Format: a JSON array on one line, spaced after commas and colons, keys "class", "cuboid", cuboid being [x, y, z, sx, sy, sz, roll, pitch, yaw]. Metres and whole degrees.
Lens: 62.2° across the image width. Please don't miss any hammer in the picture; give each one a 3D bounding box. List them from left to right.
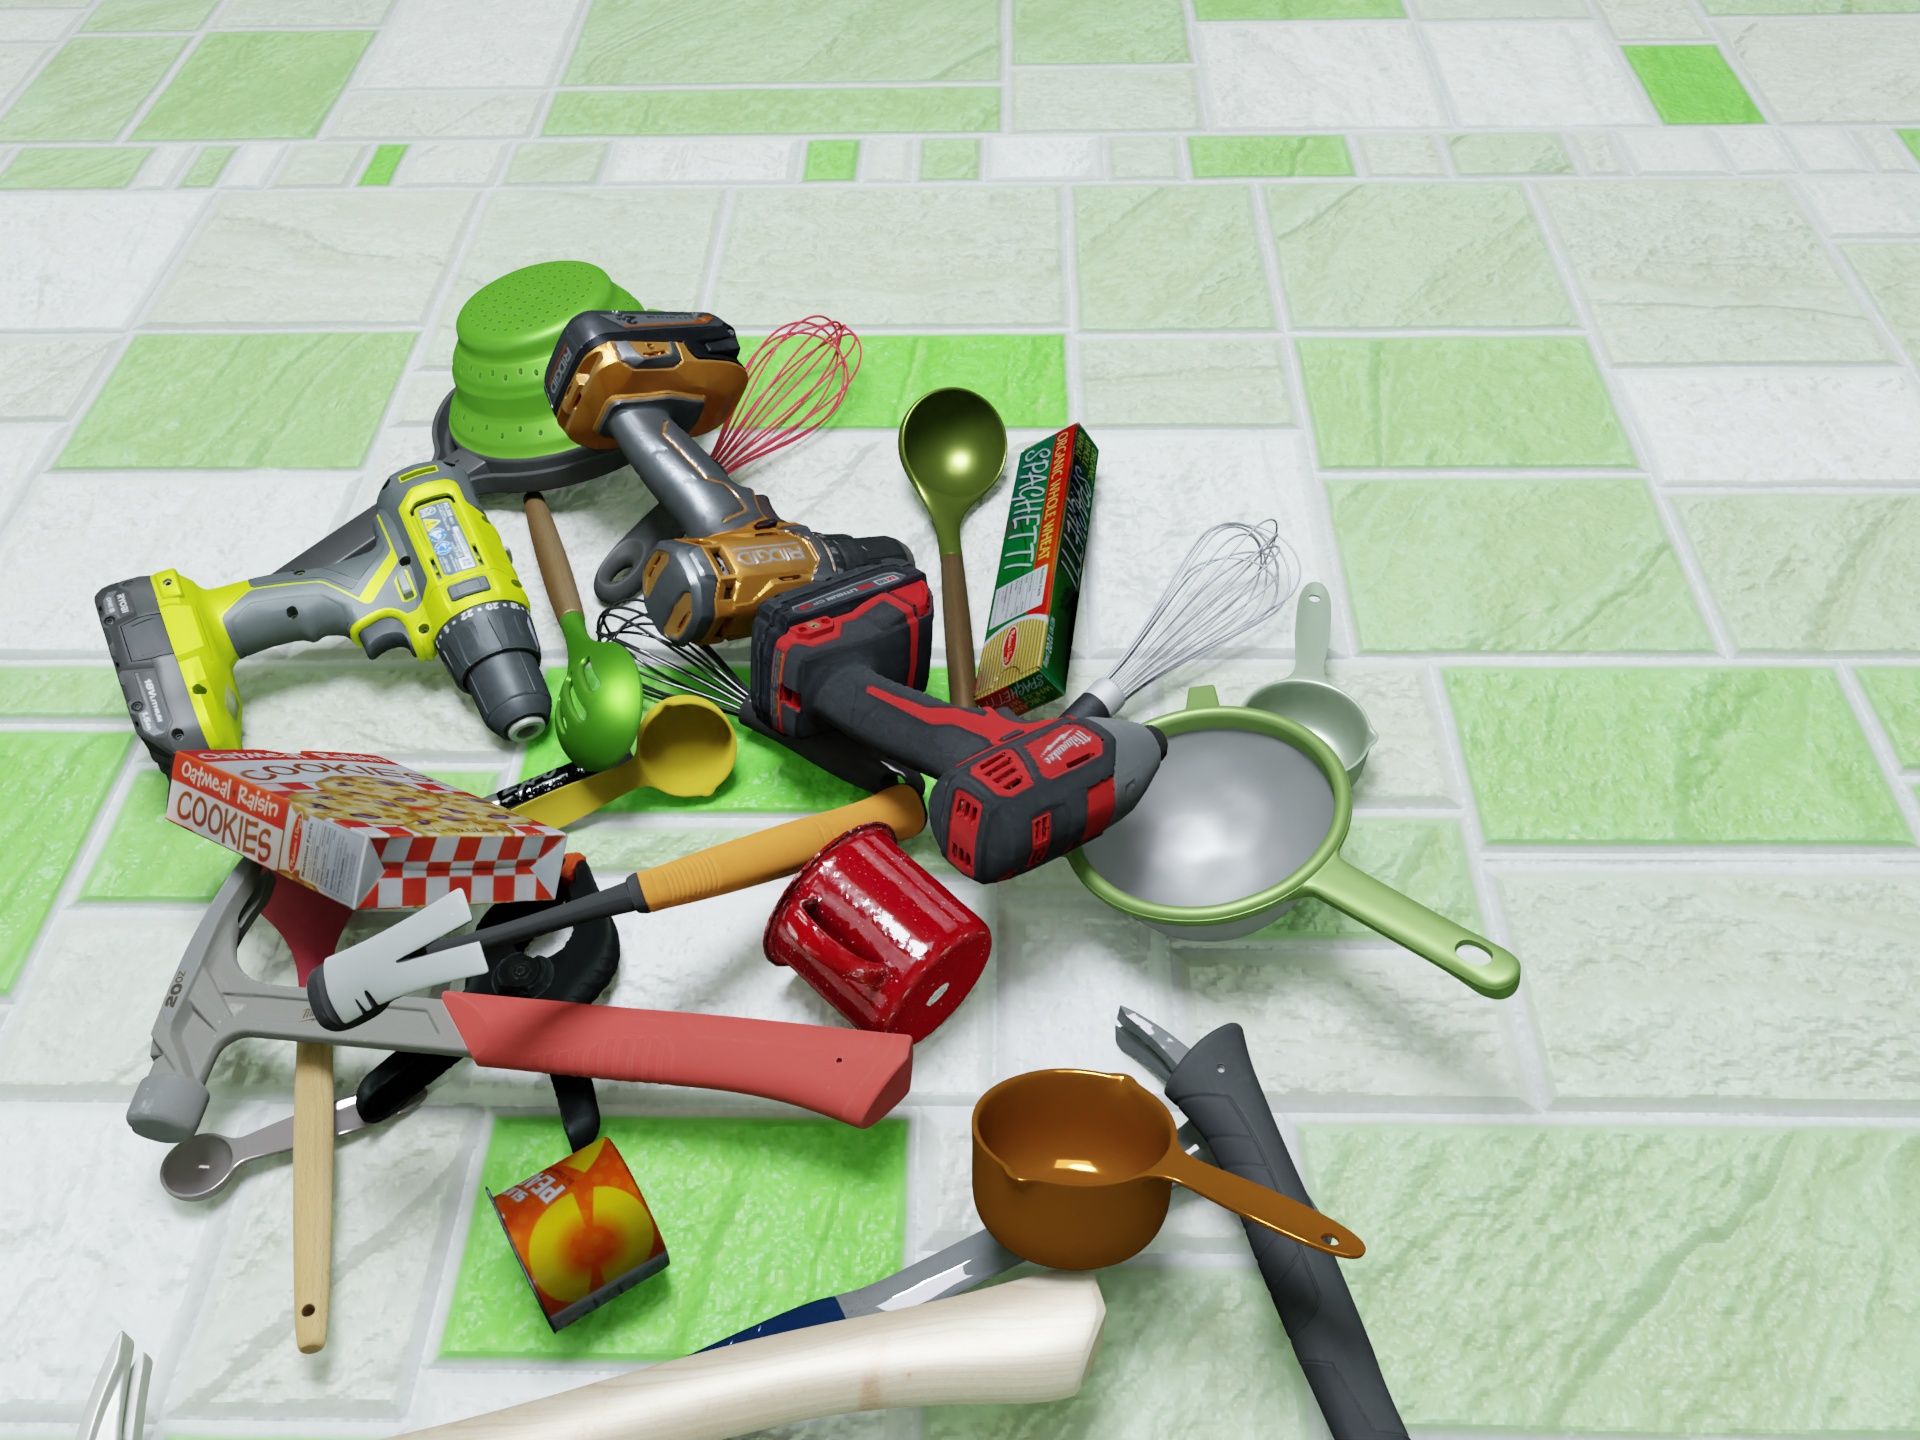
[{"class": "hammer", "cuboid": [-0.201, 0.143, 0.764, 0.359, 0.036, 0.149, 4, 51, 4]}, {"class": "hammer", "cuboid": [-0.144, 0.276, 0.644, 0.410, 0.038, 0.146, -11, 48, -9]}, {"class": "hammer", "cuboid": [-0.131, 0.075, 0.765, 0.337, 0.127, 0.034, -14, 82, -49]}, {"class": "hammer", "cuboid": [-0.043, 0.257, 0.705, 0.405, 0.035, 0.144, -21, 51, -16]}, {"class": "hammer", "cuboid": [0.167, 0.278, 0.649, 0.146, 0.035, 0.335, -14, 58, -10]}]

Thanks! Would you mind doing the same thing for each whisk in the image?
[{"class": "whisk", "cuboid": [-0.159, -0.185, 1.098, 0.073, 0.073, 0.296, 22, 58, 20]}, {"class": "whisk", "cuboid": [-0.122, -0.010, 0.944, 0.239, 0.055, 0.055, 26, 54, 18]}, {"class": "whisk", "cuboid": [0.105, -0.033, 0.953, 0.070, 0.070, 0.284, 34, 62, 28]}]

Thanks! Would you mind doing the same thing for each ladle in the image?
[{"class": "ladle", "cuboid": [-0.323, 0.163, 0.793, 0.069, 0.031, 0.316, -9, 46, -14]}, {"class": "ladle", "cuboid": [0.001, -0.090, 1.006, 0.078, 0.062, 0.320, 13, 48, -20]}]

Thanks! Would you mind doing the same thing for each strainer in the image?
[{"class": "strainer", "cuboid": [0.169, 0.086, 0.812, 0.151, 0.069, 0.257, -40, 47, -23]}]

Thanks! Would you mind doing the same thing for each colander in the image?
[{"class": "colander", "cuboid": [-0.339, -0.207, 1.079, 0.205, 0.094, 0.397, 27, 57, 35]}]

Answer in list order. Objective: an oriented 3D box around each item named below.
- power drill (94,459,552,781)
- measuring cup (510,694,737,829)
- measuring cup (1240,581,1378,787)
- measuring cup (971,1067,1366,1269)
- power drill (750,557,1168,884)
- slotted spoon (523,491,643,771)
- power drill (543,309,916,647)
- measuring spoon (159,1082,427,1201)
[{"class": "power drill", "cuboid": [-0.370, -0.043, 0.950, 0.228, 0.080, 0.191, -22, 67, -18]}, {"class": "measuring cup", "cuboid": [-0.203, 0.033, 0.913, 0.156, 0.062, 0.029, -25, 22, -4]}, {"class": "measuring cup", "cuboid": [0.205, -0.017, 0.945, 0.083, 0.038, 0.168, 8, 47, 9]}, {"class": "measuring cup", "cuboid": [0.082, 0.204, 0.663, 0.174, 0.052, 0.095, 16, 24, 31]}, {"class": "power drill", "cuboid": [-0.001, -0.003, 0.851, 0.143, 0.078, 0.220, -23, 42, -37]}, {"class": "slotted spoon", "cuboid": [-0.244, -0.071, 0.977, 0.070, 0.031, 0.314, -52, 36, 15]}, {"class": "power drill", "cuboid": [-0.141, -0.151, 0.999, 0.185, 0.084, 0.226, -12, 63, -41]}, {"class": "measuring spoon", "cuboid": [-0.323, 0.205, 0.778, 0.124, 0.018, 0.034, -16, 46, -21]}]
